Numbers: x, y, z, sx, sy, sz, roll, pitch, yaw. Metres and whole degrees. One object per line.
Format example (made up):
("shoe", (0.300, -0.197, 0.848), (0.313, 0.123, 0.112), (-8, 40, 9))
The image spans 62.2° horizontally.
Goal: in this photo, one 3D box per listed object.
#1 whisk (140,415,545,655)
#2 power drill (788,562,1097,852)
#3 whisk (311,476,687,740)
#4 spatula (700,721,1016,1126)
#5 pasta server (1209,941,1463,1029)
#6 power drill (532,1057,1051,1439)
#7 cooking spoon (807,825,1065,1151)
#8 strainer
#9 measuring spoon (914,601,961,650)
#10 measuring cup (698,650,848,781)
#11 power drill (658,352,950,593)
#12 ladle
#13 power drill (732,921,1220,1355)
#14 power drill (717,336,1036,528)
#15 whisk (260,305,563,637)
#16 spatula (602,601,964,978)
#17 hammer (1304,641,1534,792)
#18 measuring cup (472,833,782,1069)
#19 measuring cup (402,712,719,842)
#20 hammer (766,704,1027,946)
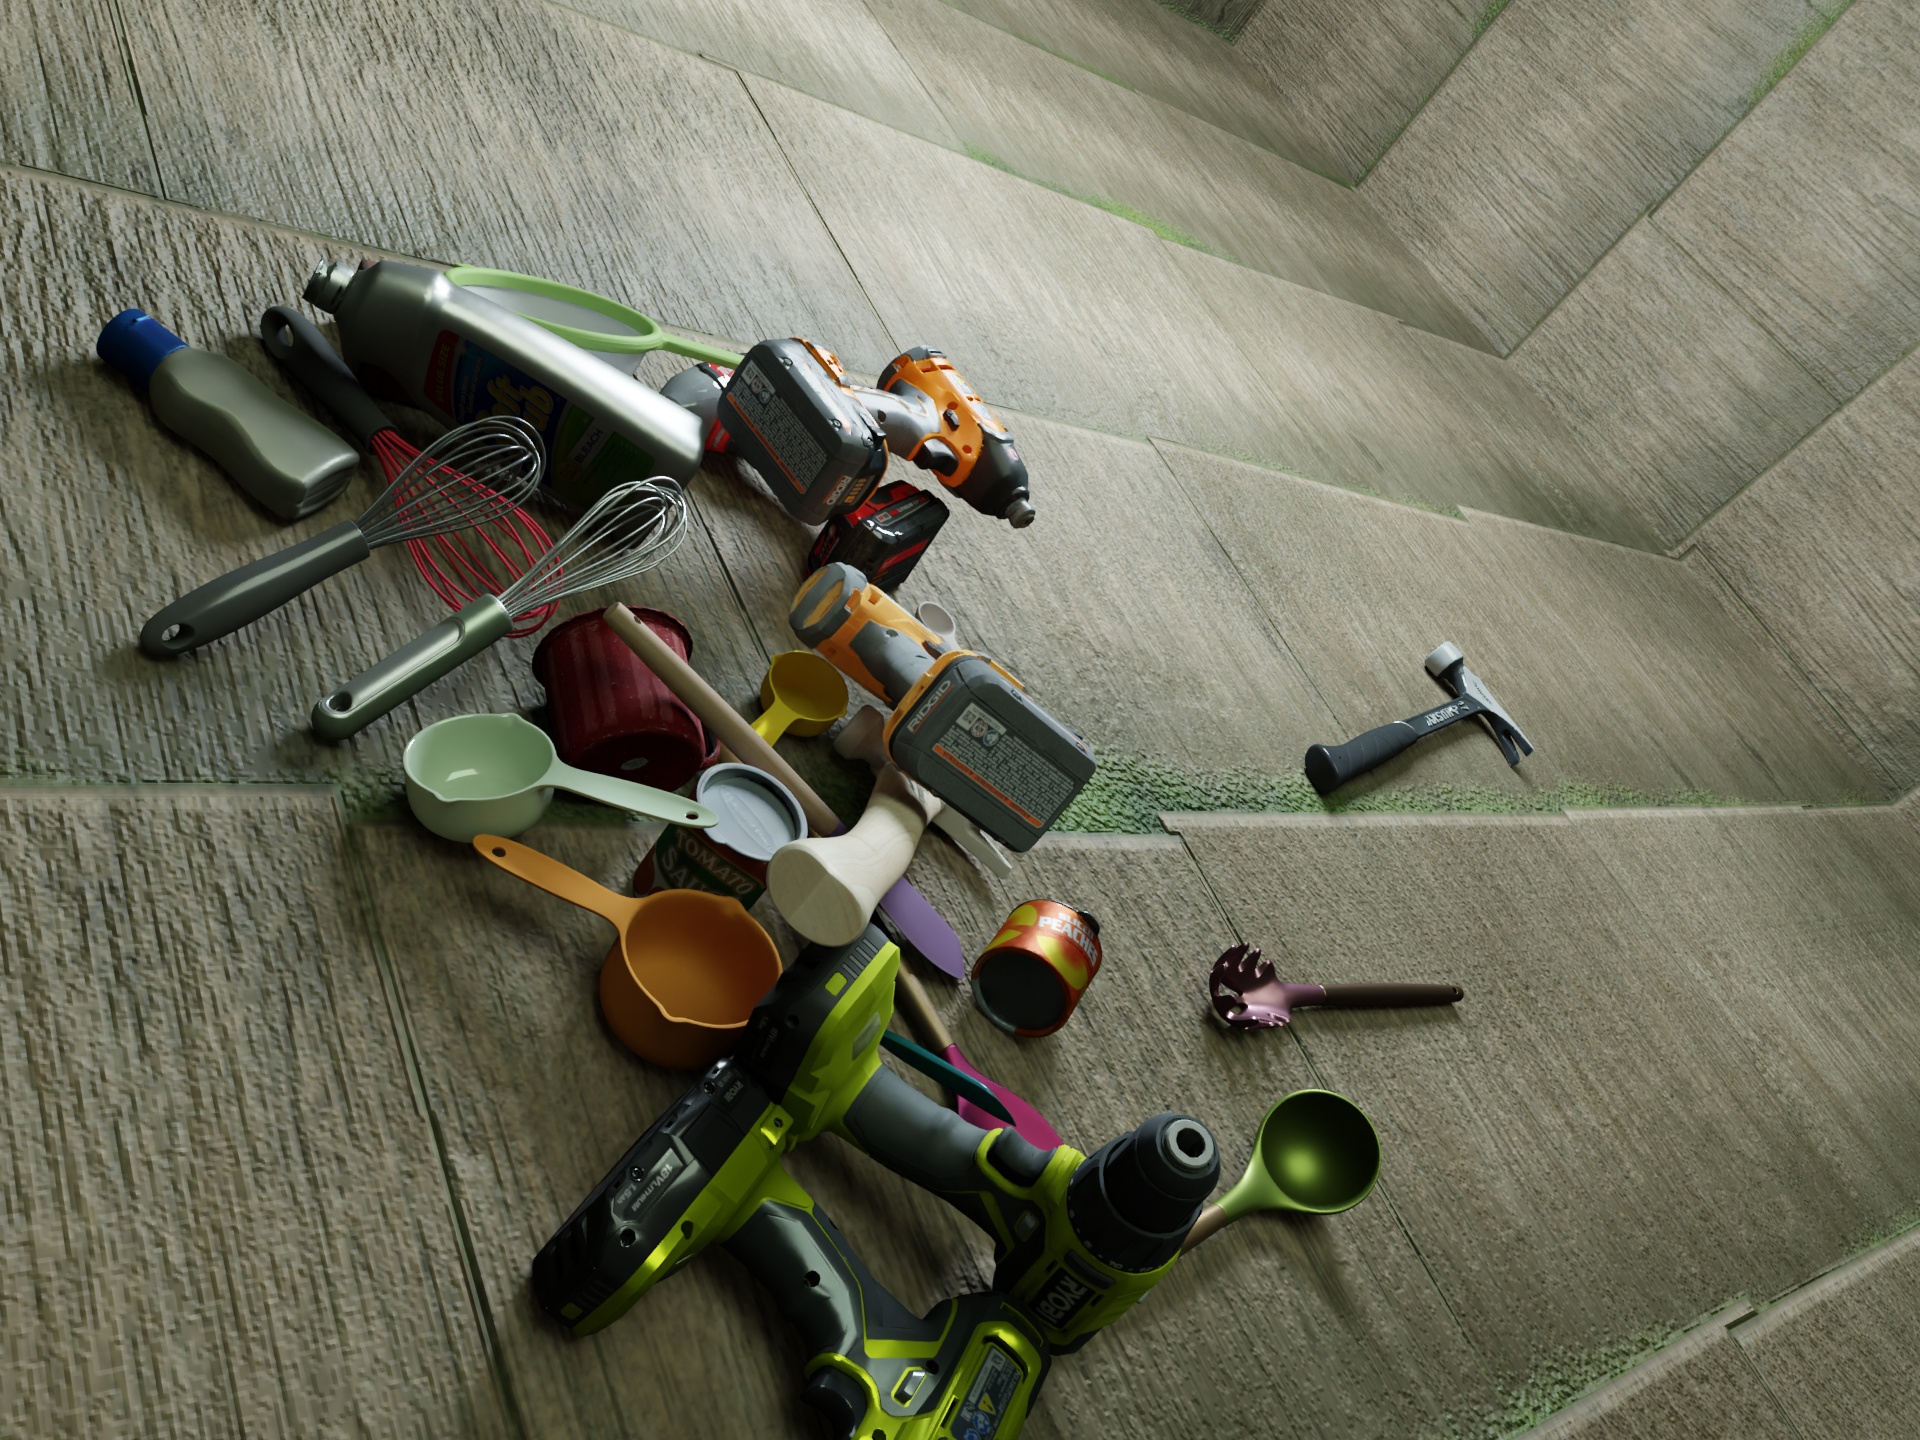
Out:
("whisk", (-0.327, -0.100, 0.856), (0.239, 0.055, 0.055), (-36, 78, -30))
("power drill", (-0.002, -0.003, 1.008), (0.185, 0.084, 0.226), (38, 3, -34))
("whisk", (-0.249, -0.064, 0.879), (0.058, 0.059, 0.246), (39, 60, 22))
("spatula", (-0.071, 0.105, 0.914), (0.318, 0.044, 0.082), (56, -6, 26))
("pasta server", (0.287, 0.201, 1.180), (0.316, 0.040, 0.060), (8, 57, -40))
("power drill", (-0.073, 0.277, 0.713), (0.223, 0.080, 0.171), (44, 34, 0))
("cooking spoon", (-0.022, 0.172, 0.930), (0.068, 0.017, 0.319), (-15, 61, -39))
("strainer", (-0.239, -0.248, 1.119), (0.256, 0.069, 0.152), (11, 22, -22))
("measuring spoon", (-0.003, -0.035, 1.194), (0.034, 0.018, 0.124), (-5, 61, -47))
("measuring cup", (-0.127, 0.012, 1.015), (0.062, 0.029, 0.156), (39, 45, 0))
("power drill", (-0.128, -0.187, 1.190), (0.220, 0.078, 0.143), (42, 34, 8))
("ladle", (0.141, 0.291, 0.921), (0.320, 0.062, 0.078), (-11, 60, -46))
("power drill", (0.006, 0.196, 0.768), (0.228, 0.190, 0.080), (34, 48, 9))
("power drill", (-0.045, -0.197, 1.137), (0.226, 0.084, 0.164), (-13, 60, -52))
("whisk", (-0.341, -0.157, 0.965), (0.296, 0.073, 0.073), (46, 34, 18))
("spatula", (-0.092, 0.047, 0.914), (0.315, 0.018, 0.060), (48, 17, -26))
("hammer", (0.440, 0.014, 1.546), (0.409, 0.036, 0.149), (-16, 64, -51))
("measuring cup", (-0.178, 0.116, 0.818), (0.173, 0.052, 0.095), (29, 34, -4))
("measuring cup", (-0.208, 0.044, 0.831), (0.167, 0.038, 0.083), (14, 34, 4))
("hammer", (-0.032, 0.067, 0.868), (0.146, 0.038, 0.410), (39, 7, 0))
